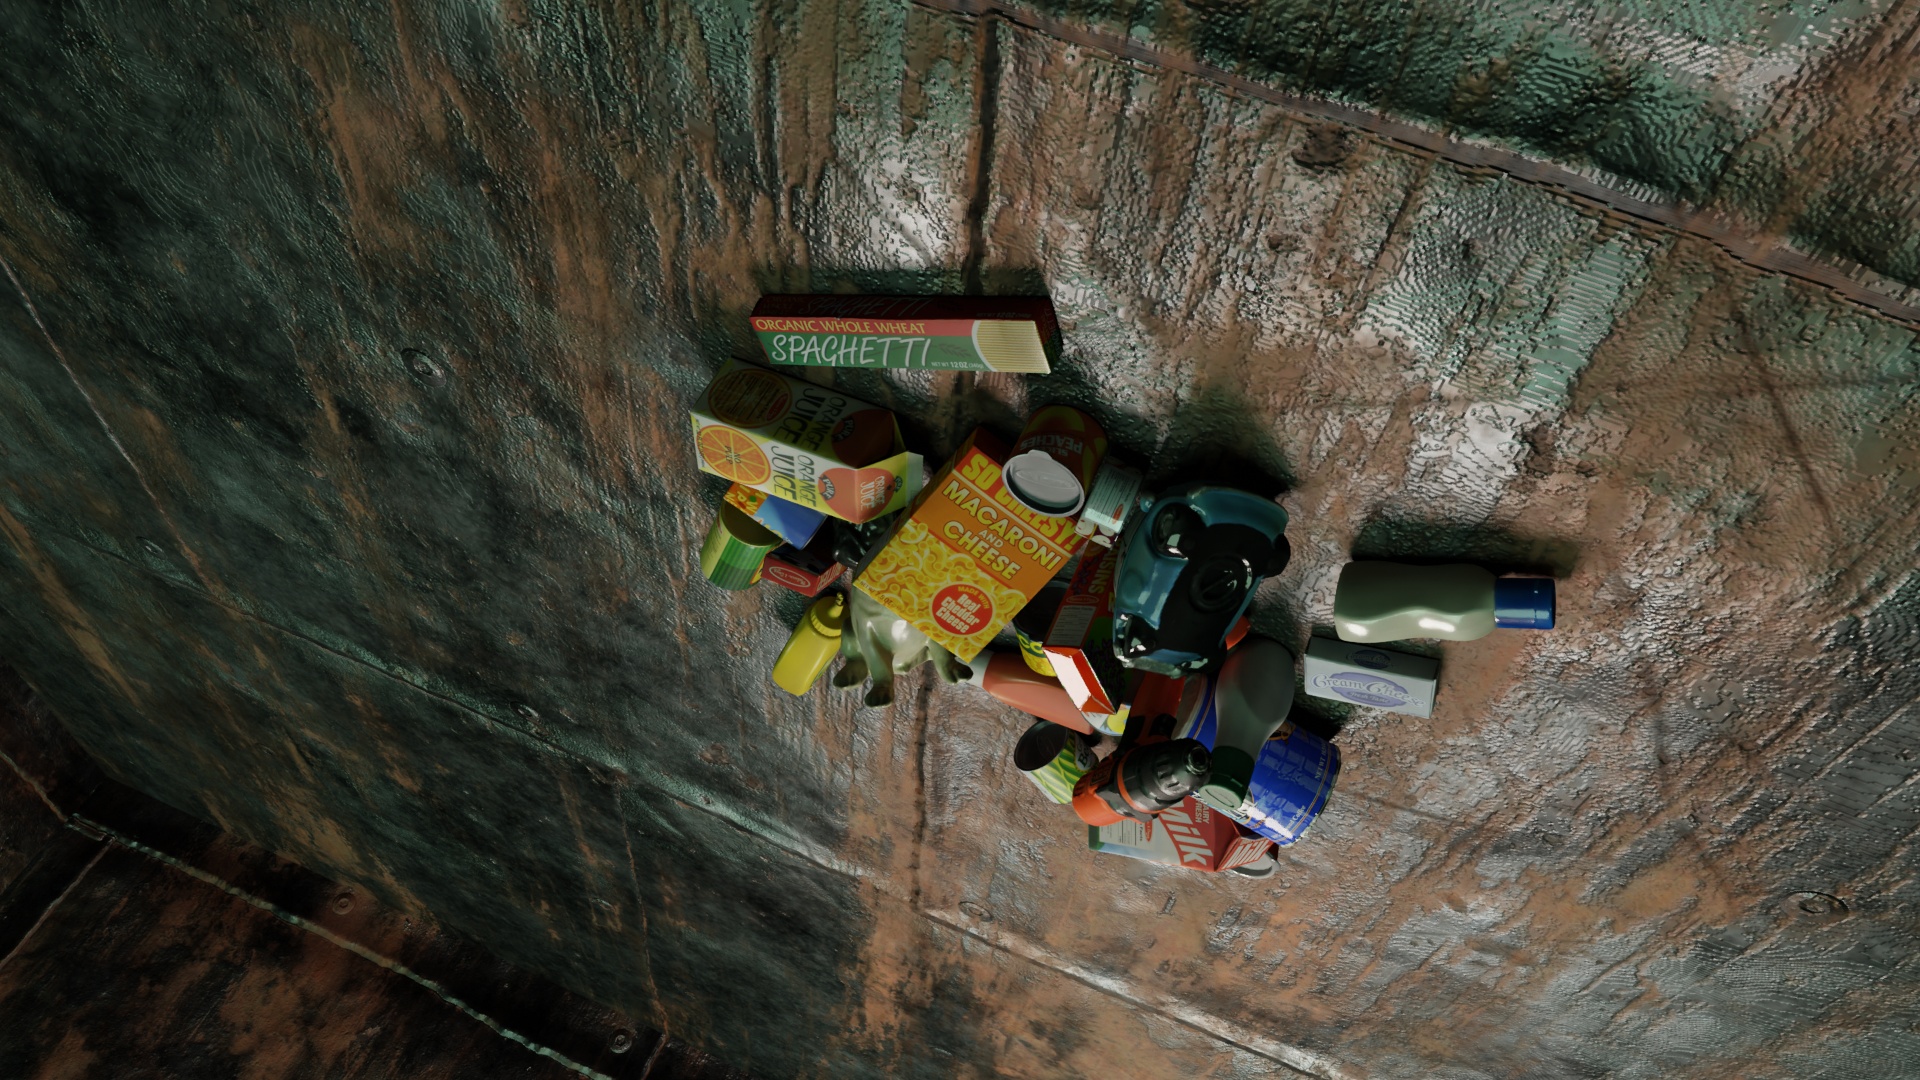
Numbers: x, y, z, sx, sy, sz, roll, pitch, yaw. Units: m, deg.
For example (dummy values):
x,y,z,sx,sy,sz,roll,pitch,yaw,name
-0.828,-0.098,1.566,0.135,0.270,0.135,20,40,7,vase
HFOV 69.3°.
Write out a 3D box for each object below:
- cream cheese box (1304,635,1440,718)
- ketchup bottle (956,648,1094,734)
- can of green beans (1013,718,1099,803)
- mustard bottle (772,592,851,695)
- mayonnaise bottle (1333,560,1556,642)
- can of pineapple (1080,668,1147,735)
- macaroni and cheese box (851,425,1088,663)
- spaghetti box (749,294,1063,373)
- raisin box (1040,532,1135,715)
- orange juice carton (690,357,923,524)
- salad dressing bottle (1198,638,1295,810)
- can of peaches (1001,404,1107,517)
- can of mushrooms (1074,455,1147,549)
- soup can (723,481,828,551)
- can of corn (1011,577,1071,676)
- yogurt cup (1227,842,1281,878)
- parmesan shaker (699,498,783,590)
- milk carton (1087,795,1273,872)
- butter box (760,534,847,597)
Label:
x,y,z,sx,sy,sz,roll,pitch,yaw,name
0.333,0.111,1.128,0.104,0.024,0.053,10,141,23,cream cheese box
0.062,0.136,1.318,0.149,0.044,0.064,18,143,13,ketchup bottle
0.096,0.218,1.379,0.071,0.071,0.057,-14,128,43,can of green beans
-0.142,0.097,1.388,0.049,0.066,0.159,34,140,-1,mustard bottle
0.349,0.045,1.005,0.148,0.065,0.041,0,135,28,mayonnaise bottle
0.145,0.132,1.242,0.071,0.071,0.057,26,144,3,can of pineapple
0.011,0.007,1.130,0.123,0.040,0.165,35,117,-14,macaroni and cheese box
-0.046,-0.155,1.039,0.250,0.029,0.050,6,138,27,spaghetti box
0.117,0.066,1.126,0.040,0.124,0.085,-1,136,34,raisin box
-0.119,-0.077,1.146,0.193,0.073,0.071,19,143,11,orange juice carton
0.232,0.149,1.133,0.064,0.148,0.043,35,144,-9,salad dressing bottle
0.072,-0.062,1.053,0.071,0.058,0.071,18,143,14,can of peaches
0.114,-0.029,1.062,0.033,0.071,0.070,24,144,4,can of mushrooms
-0.158,-0.039,1.222,0.084,0.072,0.071,35,144,-9,soup can
0.081,0.078,1.210,0.071,0.071,0.058,9,141,24,can of corn
0.281,0.289,1.356,0.072,0.054,0.072,18,143,14,yogurt cup
-0.201,-0.005,1.297,0.071,0.072,0.102,31,147,-5,parmesan shaker
0.216,0.265,1.311,0.072,0.073,0.190,2,178,-45,milk carton
-0.138,0.020,1.262,0.053,0.104,0.024,22,107,9,butter box
